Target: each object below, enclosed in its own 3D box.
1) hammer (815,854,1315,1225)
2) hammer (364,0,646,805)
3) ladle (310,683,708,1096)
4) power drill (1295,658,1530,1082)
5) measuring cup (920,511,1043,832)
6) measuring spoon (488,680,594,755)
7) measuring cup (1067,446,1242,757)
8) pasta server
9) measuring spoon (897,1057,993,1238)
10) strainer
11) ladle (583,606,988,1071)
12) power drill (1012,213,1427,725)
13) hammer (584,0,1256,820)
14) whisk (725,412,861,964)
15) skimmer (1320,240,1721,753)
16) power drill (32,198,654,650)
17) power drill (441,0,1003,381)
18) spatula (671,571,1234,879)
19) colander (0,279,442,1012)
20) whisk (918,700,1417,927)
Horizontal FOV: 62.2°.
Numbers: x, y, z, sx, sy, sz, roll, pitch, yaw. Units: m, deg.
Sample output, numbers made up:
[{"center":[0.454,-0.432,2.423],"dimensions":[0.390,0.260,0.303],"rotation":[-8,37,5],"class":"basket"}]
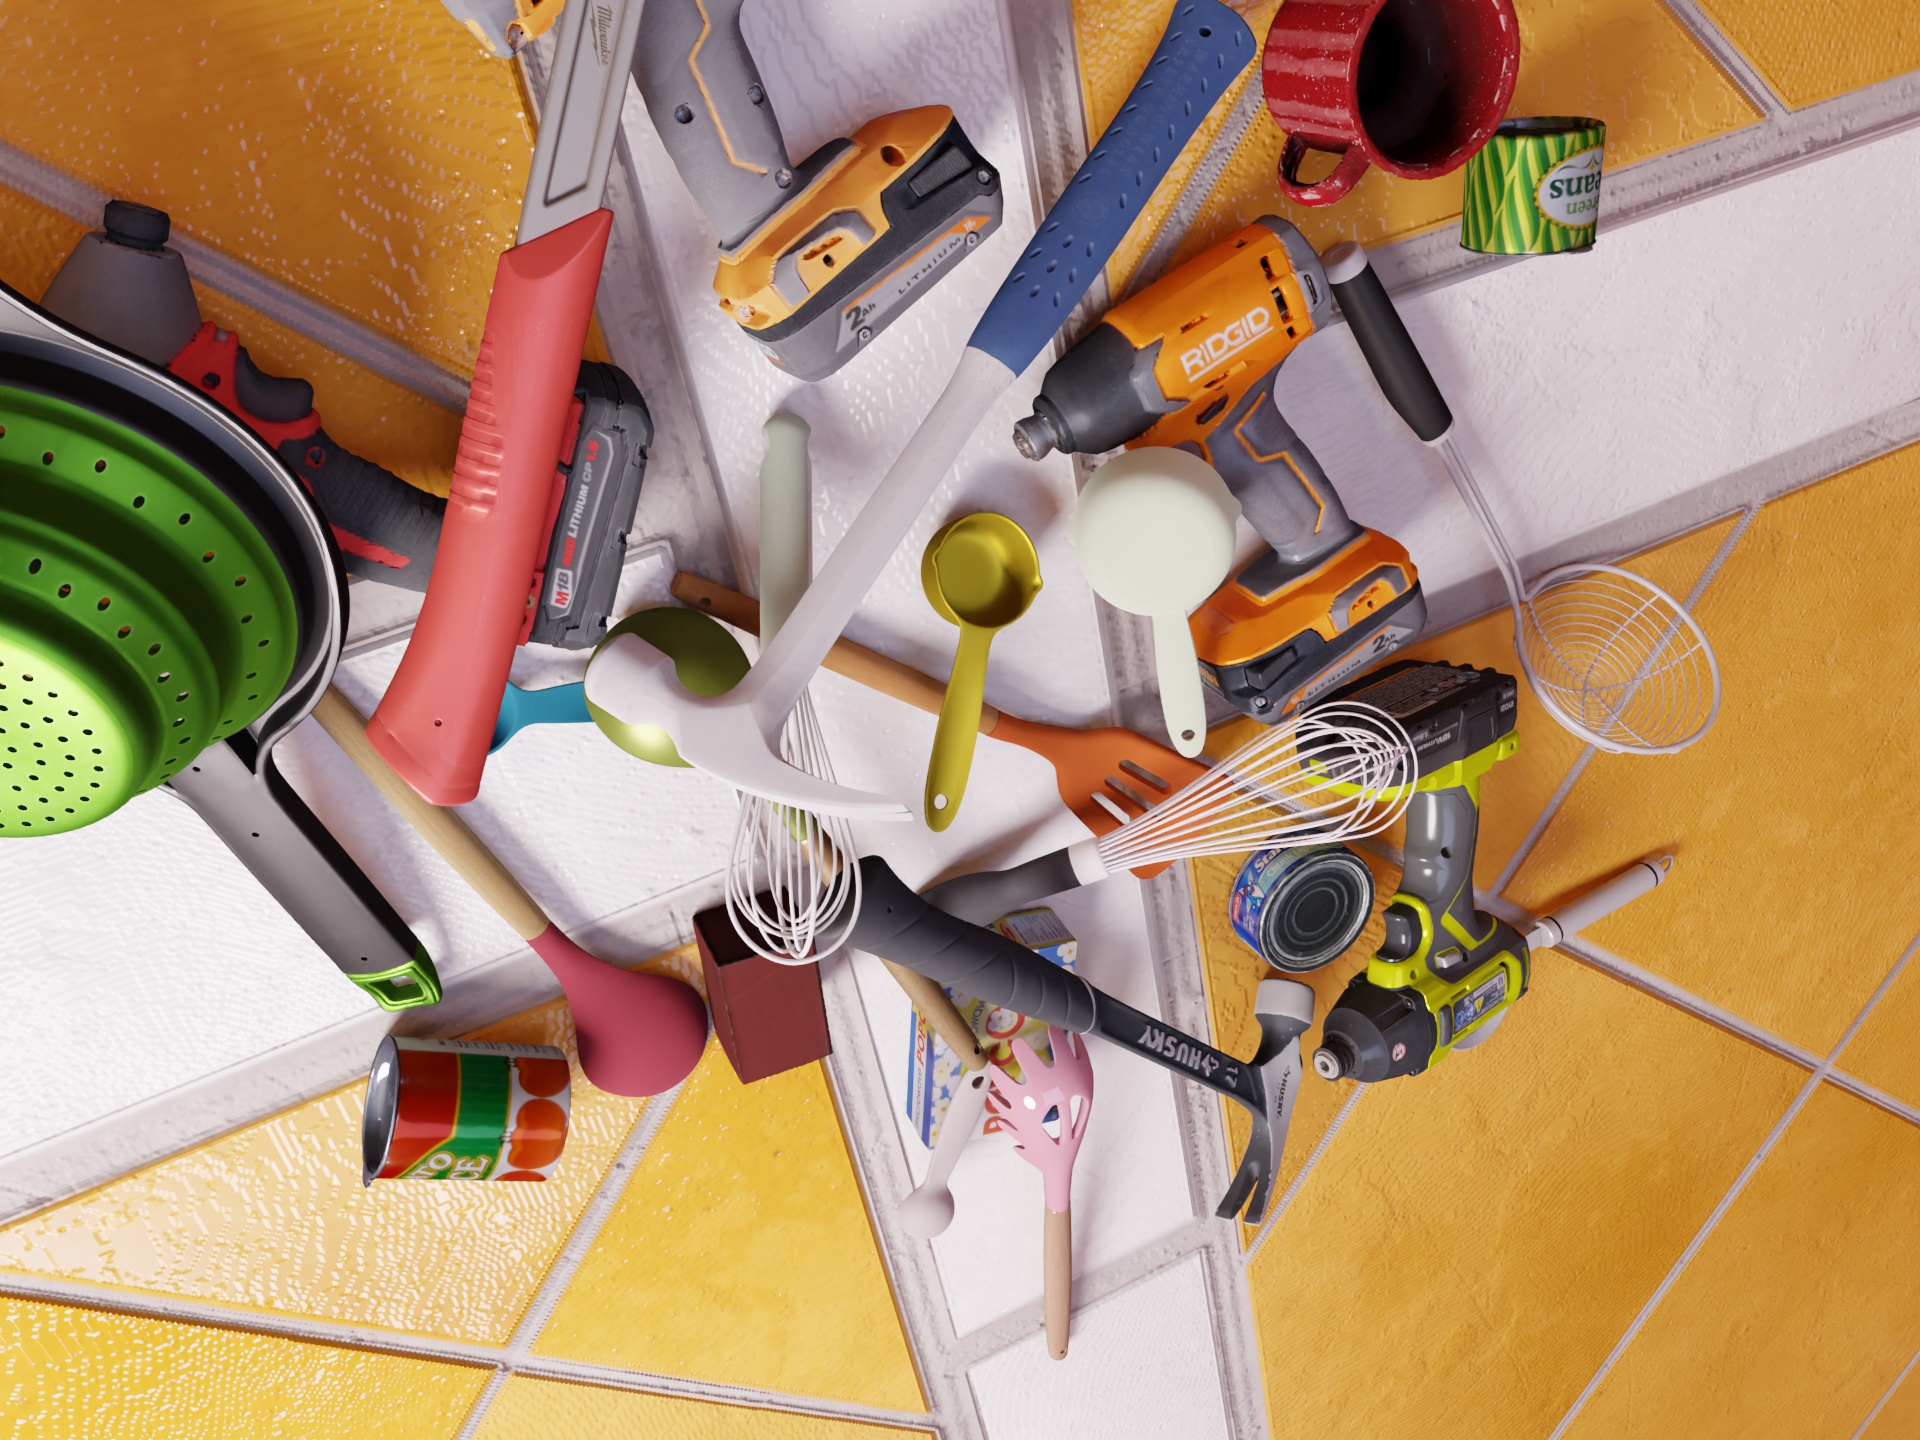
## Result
[{"center":[0.071,0.160,0.841],"dimensions":[0.408,0.036,0.149],"rotation":[31,64,-43],"class":"hammer"},{"center":[-0.146,-0.138,0.581],"dimensions":[0.149,0.037,0.359],"rotation":[11,105,-21],"class":"hammer"},{"center":[-0.215,0.080,0.751],"dimensions":[0.069,0.031,0.315],"rotation":[-42,123,-13],"class":"ladle"},{"center":[0.258,0.090,0.913],"dimensions":[0.171,0.080,0.223],"rotation":[-21,112,-35],"class":"power drill"},{"center":[-0.002,-0.024,0.774],"dimensions":[0.062,0.029,0.156],"rotation":[12,88,-27],"class":"measuring cup"},{"center":[-0.184,-0.009,0.732],"dimensions":[0.128,0.021,0.042],"rotation":[-7,102,-33],"class":"measuring spoon"},{"center":[0.099,-0.046,0.757],"dimensions":[0.083,0.038,0.167],"rotation":[-8,118,10],"class":"measuring cup"},{"center":[0.055,0.297,0.953],"dimensions":[0.060,0.040,0.316],"rotation":[-19,134,-17],"class":"pasta server"},{"center":[-0.003,0.242,0.887],"dimensions":[0.034,0.018,0.124],"rotation":[7,113,-29],"class":"measuring spoon"},{"center":[0.385,0.145,1.062],"dimensions":[0.258,0.050,0.086],"rotation":[-23,111,-21],"class":"strainer"},{"center":[-0.072,0.073,0.783],"dimensions":[0.319,0.062,0.078],"rotation":[58,44,-32],"class":"ladle"},{"center":[0.130,-0.112,0.795],"dimensions":[0.164,0.084,0.226],"rotation":[-32,120,-6],"class":"power drill"},{"center":[0.012,-0.141,0.681],"dimensions":[0.405,0.144,0.035],"rotation":[-57,169,-9],"class":"hammer"},{"center":[-0.074,-0.017,0.700],"dimensions":[0.059,0.058,0.246],"rotation":[0,81,-13],"class":"whisk"},{"center":[0.313,-0.120,0.870],"dimensions":[0.363,0.090,0.127],"rotation":[49,56,-32],"class":"skimmer"},{"center":[-0.241,-0.108,0.621],"dimensions":[0.219,0.079,0.143],"rotation":[8,110,-25],"class":"power drill"},{"center":[-0.075,-0.272,0.620],"dimensions":[0.185,0.084,0.226],"rotation":[-42,119,-3],"class":"power drill"},{"center":[-0.001,-0.003,0.804],"dimensions":[0.322,0.041,0.081],"rotation":[23,119,-31],"class":"spatula"},{"center":[-0.303,0.027,0.594],"dimensions":[0.204,0.095,0.396],"rotation":[-11,136,8],"class":"colander"},{"center":[0.098,0.064,0.828],"dimensions":[0.284,0.070,0.070],"rotation":[-21,124,13],"class":"whisk"}]
